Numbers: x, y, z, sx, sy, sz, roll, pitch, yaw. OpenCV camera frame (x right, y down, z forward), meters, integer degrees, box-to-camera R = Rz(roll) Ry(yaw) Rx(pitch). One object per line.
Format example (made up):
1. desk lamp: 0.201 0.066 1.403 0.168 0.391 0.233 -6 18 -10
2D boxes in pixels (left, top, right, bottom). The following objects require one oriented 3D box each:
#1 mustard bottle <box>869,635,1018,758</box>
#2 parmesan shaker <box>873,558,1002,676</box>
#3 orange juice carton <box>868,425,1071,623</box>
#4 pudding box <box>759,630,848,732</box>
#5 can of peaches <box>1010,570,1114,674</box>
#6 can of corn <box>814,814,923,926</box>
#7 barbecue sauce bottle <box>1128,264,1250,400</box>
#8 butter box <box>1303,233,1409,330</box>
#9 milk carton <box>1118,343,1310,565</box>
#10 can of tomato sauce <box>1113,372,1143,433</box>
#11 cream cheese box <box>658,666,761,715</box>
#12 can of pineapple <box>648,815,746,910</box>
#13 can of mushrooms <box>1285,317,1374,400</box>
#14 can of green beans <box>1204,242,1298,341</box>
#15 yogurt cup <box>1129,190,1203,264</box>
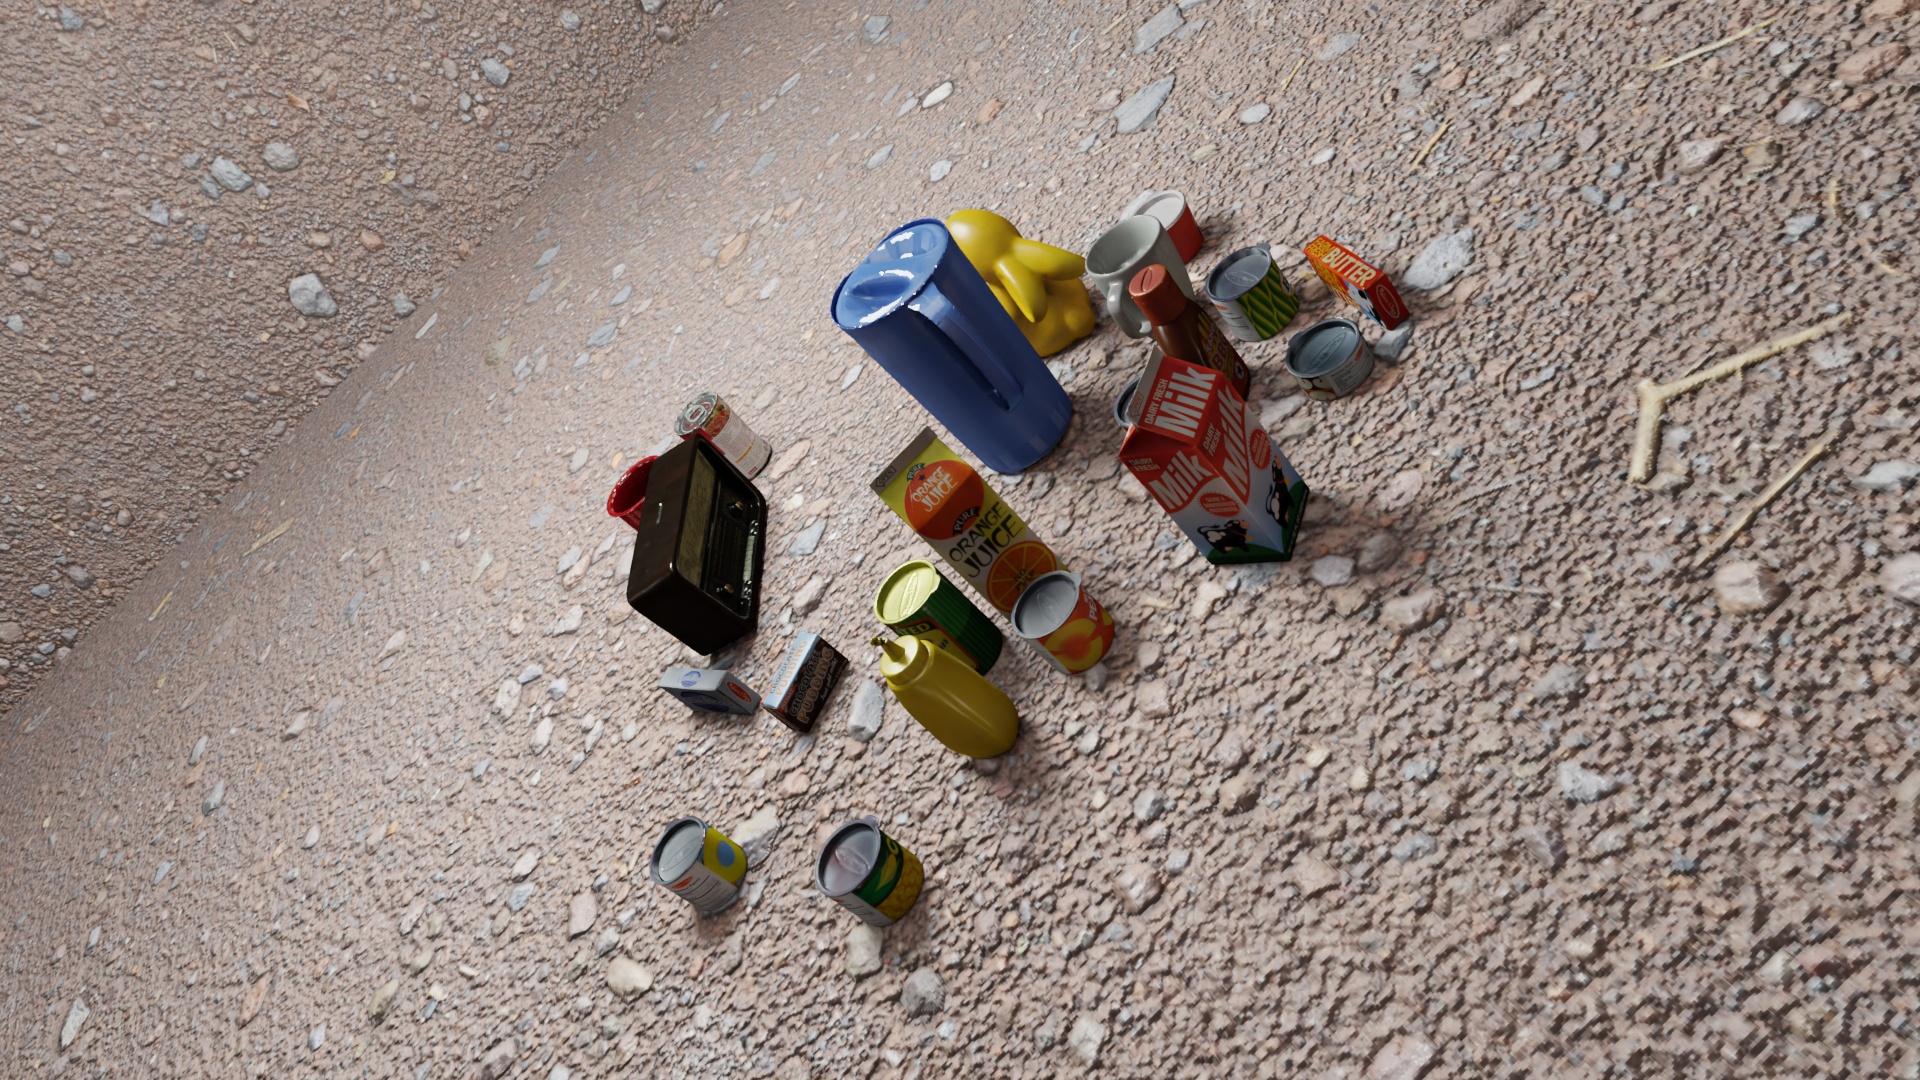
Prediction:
1. mustard bottle: -0.018 0.117 1.106 0.065 0.160 0.049 -16 44 35
2. parmesan shaker: -0.016 0.071 1.200 0.071 0.103 0.072 -27 39 24
3. orange juice carton: 0.004 -0.015 1.190 0.072 0.192 0.073 -46 35 -2
4. pudding box: -0.148 0.133 1.316 0.030 0.049 0.084 2 56 46
5. can of peaches: 0.086 0.066 1.141 0.071 0.058 0.071 -27 39 24
6. can of corn: -0.071 0.262 1.100 0.071 0.058 0.071 -27 39 24
7. barbecue sauce bottle: 0.197 -0.174 1.196 0.043 0.148 0.065 -14 45 36
8. butter box: 0.337 -0.222 1.187 0.024 0.053 0.104 -40 35 7
9. milk carton: 0.186 -0.063 1.058 0.073 0.190 0.072 -5 51 43
10. can of tomato sauce: 0.182 -0.097 1.190 0.071 0.083 0.071 -27 39 24
11. cream cheese box: -0.254 0.152 1.400 0.103 0.053 0.024 -2 53 44
12. can of pineapple: -0.233 0.287 1.238 0.071 0.057 0.071 -27 39 24
13. can of mushrooms: 0.308 -0.152 1.163 0.071 0.033 0.071 -27 39 24
14. can of green beans: 0.264 -0.223 1.257 0.071 0.057 0.071 -27 39 24
15. yogurt cup: 0.210 -0.312 1.406 0.072 0.054 0.073 -27 39 24
